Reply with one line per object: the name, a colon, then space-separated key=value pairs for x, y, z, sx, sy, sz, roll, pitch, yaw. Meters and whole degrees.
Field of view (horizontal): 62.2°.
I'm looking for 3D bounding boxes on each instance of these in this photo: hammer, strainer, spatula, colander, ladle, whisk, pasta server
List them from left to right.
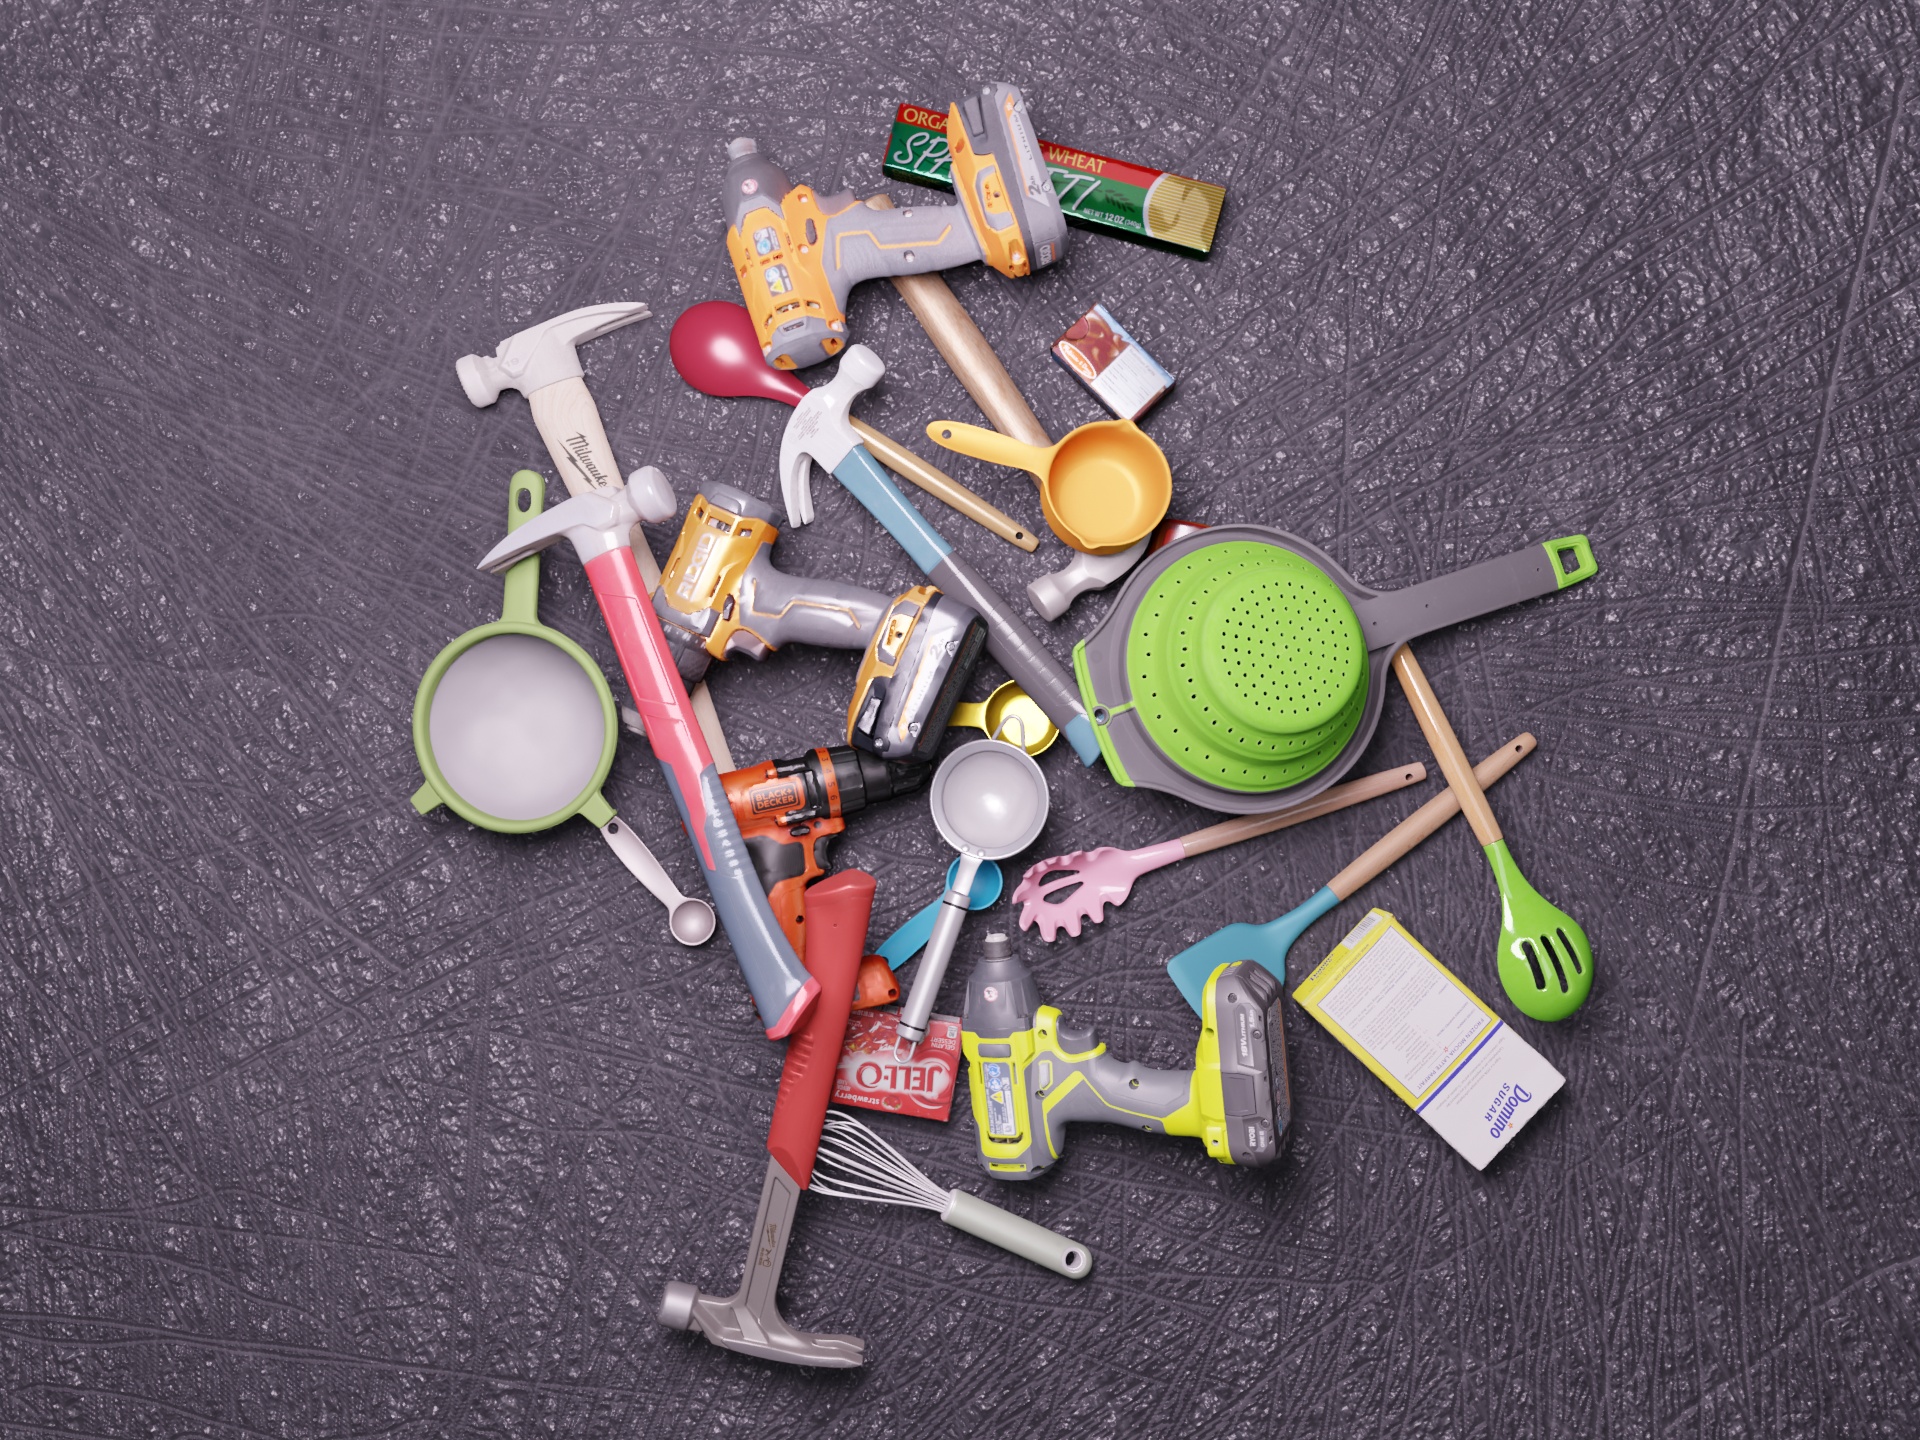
strainer: x=-0.309 y=-0.049 z=1.148 sx=0.151 sy=0.069 sz=0.256 roll=3 pitch=91 yaw=8
hammer: x=-0.225 y=-0.100 z=1.166 sx=0.146 sy=0.038 sz=0.410 roll=-22 pitch=90 yaw=0
hammer: x=-0.197 y=0.033 z=1.063 sx=0.143 sy=0.038 sz=0.386 roll=-23 pitch=83 yaw=12
hammer: x=-0.103 y=0.277 z=1.099 sx=0.149 sy=0.037 sz=0.359 roll=13 pitch=102 yaw=-3
ladle: x=-0.078 y=-0.211 z=1.168 sx=0.315 sy=0.031 sz=0.069 roll=32 pitch=93 yaw=-1
whisk: x=-0.016 y=0.350 z=1.159 sx=0.246 sy=0.059 sz=0.058 roll=25 pitch=73 yaw=-4
hammer: x=-0.004 y=-0.102 z=1.129 sx=0.331 sy=0.033 sz=0.128 roll=49 pitch=117 yaw=4
strainer: x=-0.001 y=0.120 z=1.133 sx=0.087 sy=0.050 sz=0.258 roll=19 pitch=85 yaw=13
hammer: x=0.026 y=-0.242 z=1.155 sx=0.130 sy=0.031 sz=0.331 roll=-34 pitch=87 yaw=-8
pasta server: x=0.189 y=0.087 z=1.157 sx=0.316 sy=0.040 sz=0.060 roll=-18 pitch=102 yaw=0
spatula: x=0.293 y=0.111 z=1.151 sx=0.317 sy=0.044 sz=0.082 roll=-39 pitch=85 yaw=0
colander: x=0.280 y=-0.066 z=1.090 sx=0.397 sy=0.094 sz=0.204 roll=-18 pitch=86 yaw=-11

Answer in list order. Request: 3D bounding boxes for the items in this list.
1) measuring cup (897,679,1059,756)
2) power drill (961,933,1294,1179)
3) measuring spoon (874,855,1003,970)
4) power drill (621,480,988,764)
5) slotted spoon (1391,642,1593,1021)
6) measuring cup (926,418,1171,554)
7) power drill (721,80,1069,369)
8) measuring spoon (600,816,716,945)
measuring cup: x=-0.002 y=-0.004 z=1.170 sx=0.156 sy=0.029 sz=0.062 roll=3 pitch=86 yaw=11
power drill: x=0.111 y=0.233 z=1.113 sx=0.223 sy=0.080 sz=0.171 roll=-5 pitch=94 yaw=22
measuring spoon: x=-0.019 y=0.146 z=1.175 sx=0.128 sy=0.021 sz=0.042 roll=-42 pitch=79 yaw=10
power drill: x=-0.117 y=-0.043 z=1.100 sx=0.226 sy=0.084 sz=0.185 roll=25 pitch=90 yaw=12
slotted spoon: x=0.366 y=0.064 z=1.134 sx=0.070 sy=0.031 sz=0.314 roll=-22 pitch=80 yaw=-7
measuring cup: x=0.059 y=-0.172 z=1.109 sx=0.173 sy=0.052 sz=0.095 roll=17 pitch=82 yaw=0
power drill: x=-0.054 y=-0.358 z=1.109 sx=0.226 sy=0.084 sz=0.164 roll=-19 pitch=86 yaw=5
measuring spoon: x=-0.226 y=0.115 z=1.180 sx=0.034 sy=0.018 sz=0.124 roll=-42 pitch=83 yaw=1
